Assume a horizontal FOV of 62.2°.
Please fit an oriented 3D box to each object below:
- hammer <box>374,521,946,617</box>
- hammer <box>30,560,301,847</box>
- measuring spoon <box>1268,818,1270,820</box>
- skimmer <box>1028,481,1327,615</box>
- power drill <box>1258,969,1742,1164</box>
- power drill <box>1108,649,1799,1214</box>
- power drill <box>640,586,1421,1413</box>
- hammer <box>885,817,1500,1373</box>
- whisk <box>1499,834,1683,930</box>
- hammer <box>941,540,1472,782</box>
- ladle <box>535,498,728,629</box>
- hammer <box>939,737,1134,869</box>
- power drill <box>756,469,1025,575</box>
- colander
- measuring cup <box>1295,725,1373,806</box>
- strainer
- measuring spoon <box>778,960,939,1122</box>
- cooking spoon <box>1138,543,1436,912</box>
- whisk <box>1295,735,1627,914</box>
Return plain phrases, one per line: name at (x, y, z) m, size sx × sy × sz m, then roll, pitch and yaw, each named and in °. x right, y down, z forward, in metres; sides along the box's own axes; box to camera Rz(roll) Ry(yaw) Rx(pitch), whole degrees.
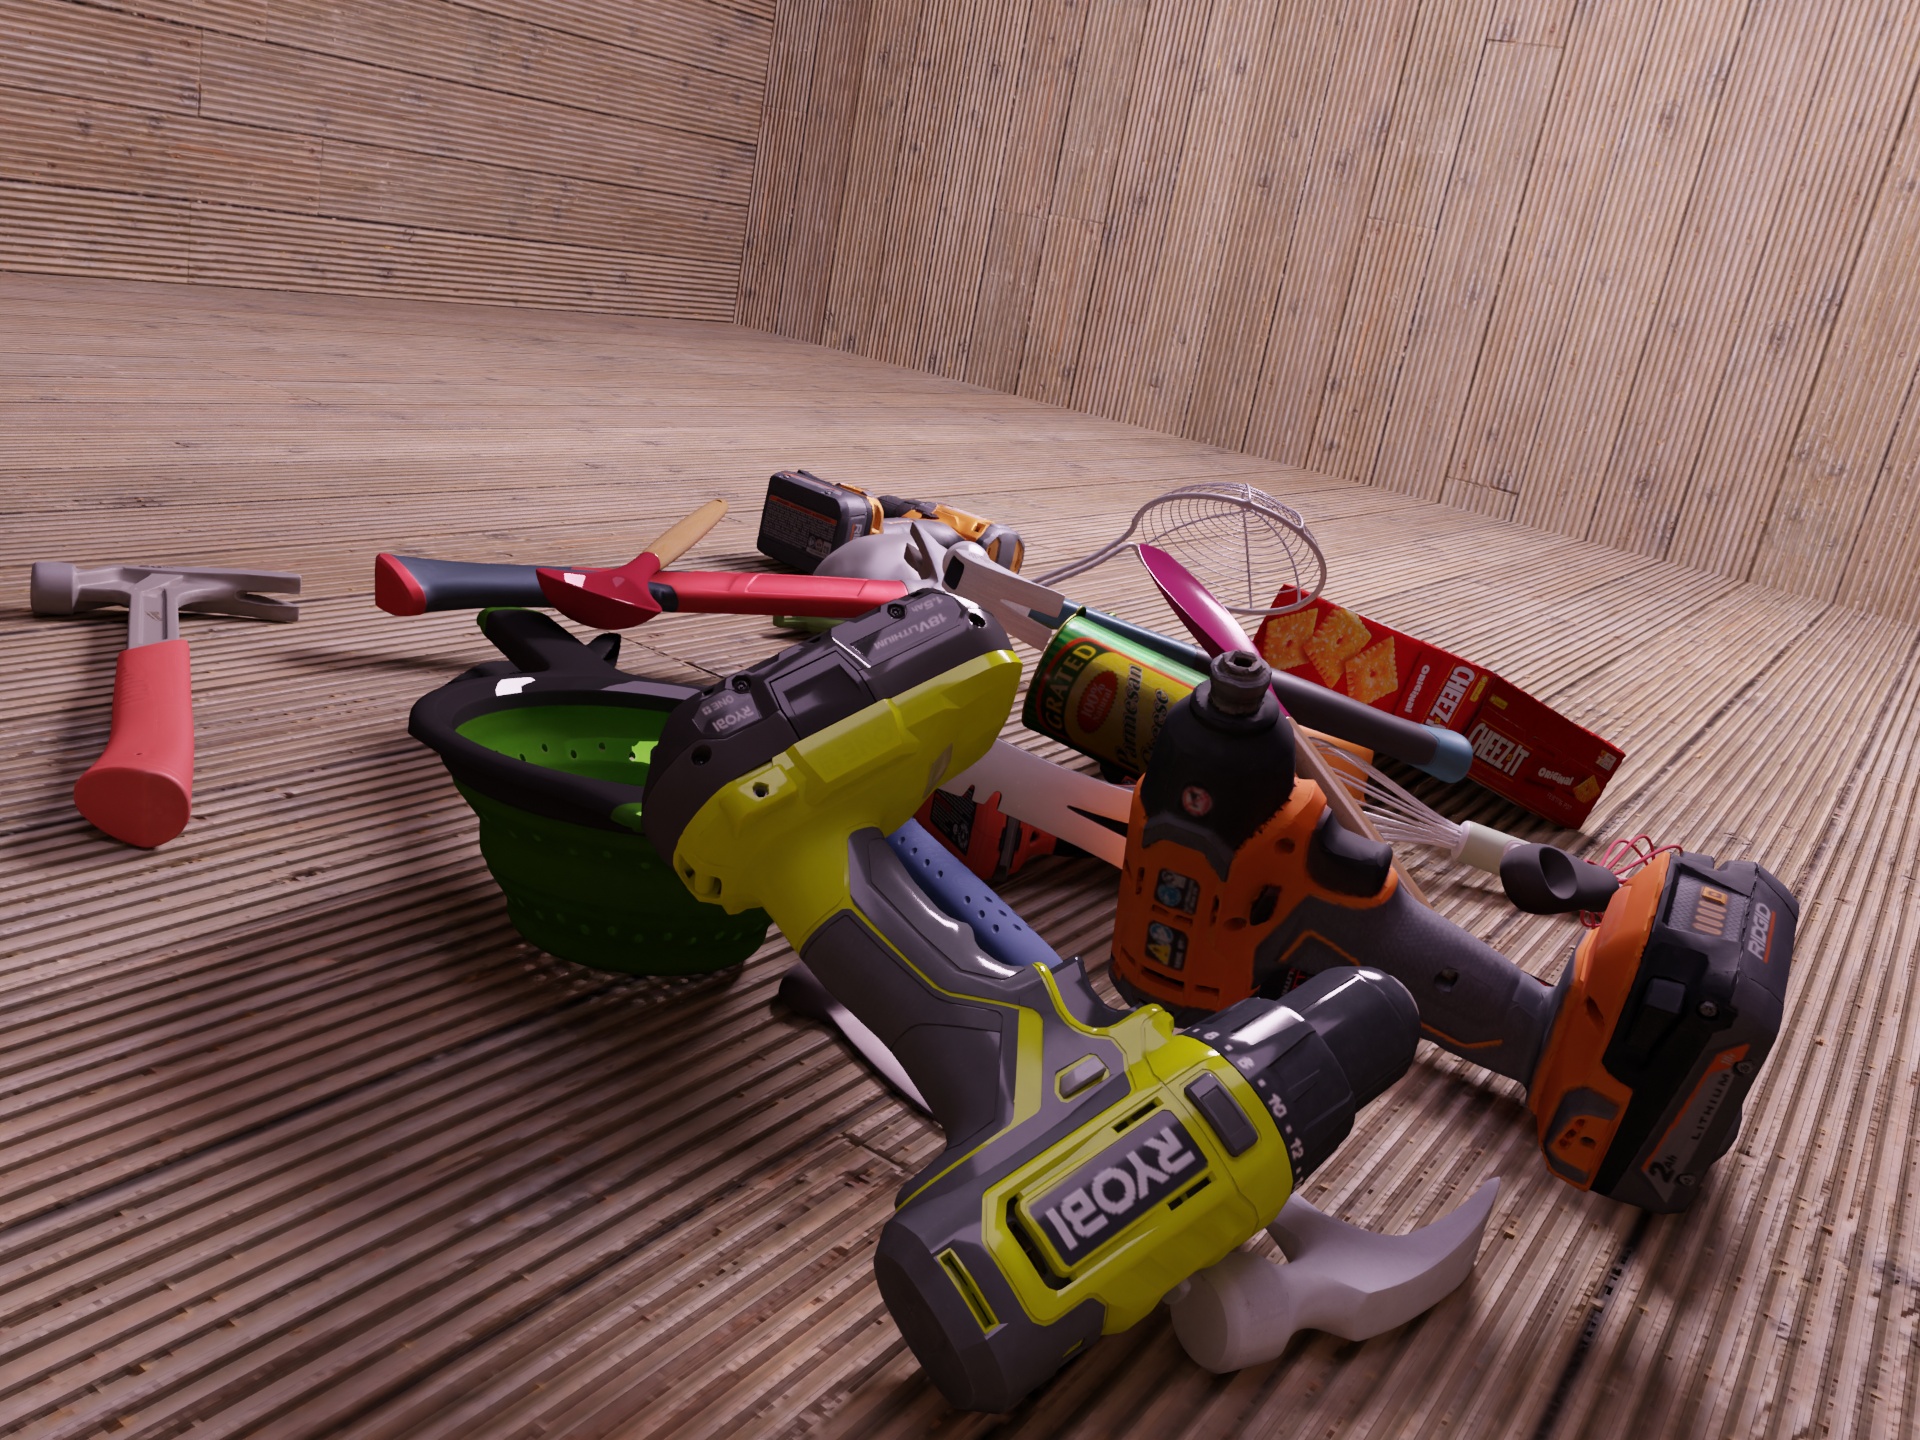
hammer at (-0.184, -0.094, 1.057) m, size 0.386 × 0.038 × 0.143 m, roll 1°, pitch 36°, yaw -21°
hammer at (-0.416, -0.022, 0.840) m, size 0.149 × 0.036 × 0.359 m, roll 1°, pitch 19°, yaw -27°
measuring spoon at (0.174, 0.083, 0.806) m, size 0.042 × 0.021 × 0.129 m, roll 7°, pitch 53°, yaw -40°
skimmer at (0.049, -0.061, 1.018) m, size 0.363 × 0.127 × 0.090 m, roll -21°, pitch 60°, yaw -2°
power drill at (0.222, 0.126, 0.689) m, size 0.220 × 0.078 × 0.143 m, roll 20°, pitch 15°, yaw 15°
power drill at (0.166, 0.069, 0.570) m, size 0.226 × 0.164 × 0.084 m, roll 19°, pitch 41°, yaw 21°
power drill at (0.021, 0.072, 0.513) m, size 0.190 × 0.080 × 0.229 m, roll -28°, pitch 68°, yaw -24°
hammer at (0.048, 0.119, 0.676) m, size 0.144 × 0.035 × 0.406 m, roll 0°, pitch 20°, yaw -30°
whisk at (0.324, 0.086, 0.800) m, size 0.073 × 0.073 × 0.295 m, roll 24°, pitch 6°, yaw 36°
hammer at (0.147, -0.032, 0.941) m, size 0.331 × 0.033 × 0.128 m, roll 20°, pitch 12°, yaw -8°
ladle at (-0.185, -0.103, 0.974) m, size 0.069 × 0.031 × 0.315 m, roll 20°, pitch 19°, yaw -1°
hammer at (-0.001, -0.003, 0.796) m, size 0.127 × 0.034 × 0.337 m, roll 23°, pitch 6°, yaw -12°
power drill at (-0.078, -0.176, 1.454) m, size 0.226 × 0.084 × 0.185 m, roll -1°, pitch 20°, yaw -45°
colander at (-0.172, 0.026, 0.748) m, size 0.204 × 0.094 × 0.397 m, roll 3°, pitch 14°, yaw -31°
measuring cup at (0.213, 0.026, 1.032) m, size 0.095 × 0.052 × 0.173 m, roll 19°, pitch 17°, yaw 24°
strainer at (-0.006, -0.104, 1.208) m, size 0.256 × 0.069 × 0.151 m, roll 4°, pitch 14°, yaw 20°
measuring spoon at (-0.031, 0.126, 0.635) m, size 0.034 × 0.018 × 0.124 m, roll -4°, pitch 23°, yaw -39°
cooking spoon at (0.182, 0.022, 0.837) m, size 0.068 × 0.017 × 0.319 m, roll 10°, pitch 42°, yaw -52°
whisk at (0.291, 0.068, 0.947) m, size 0.246 × 0.058 × 0.059 m, roll 20°, pitch -16°, yaw 6°
